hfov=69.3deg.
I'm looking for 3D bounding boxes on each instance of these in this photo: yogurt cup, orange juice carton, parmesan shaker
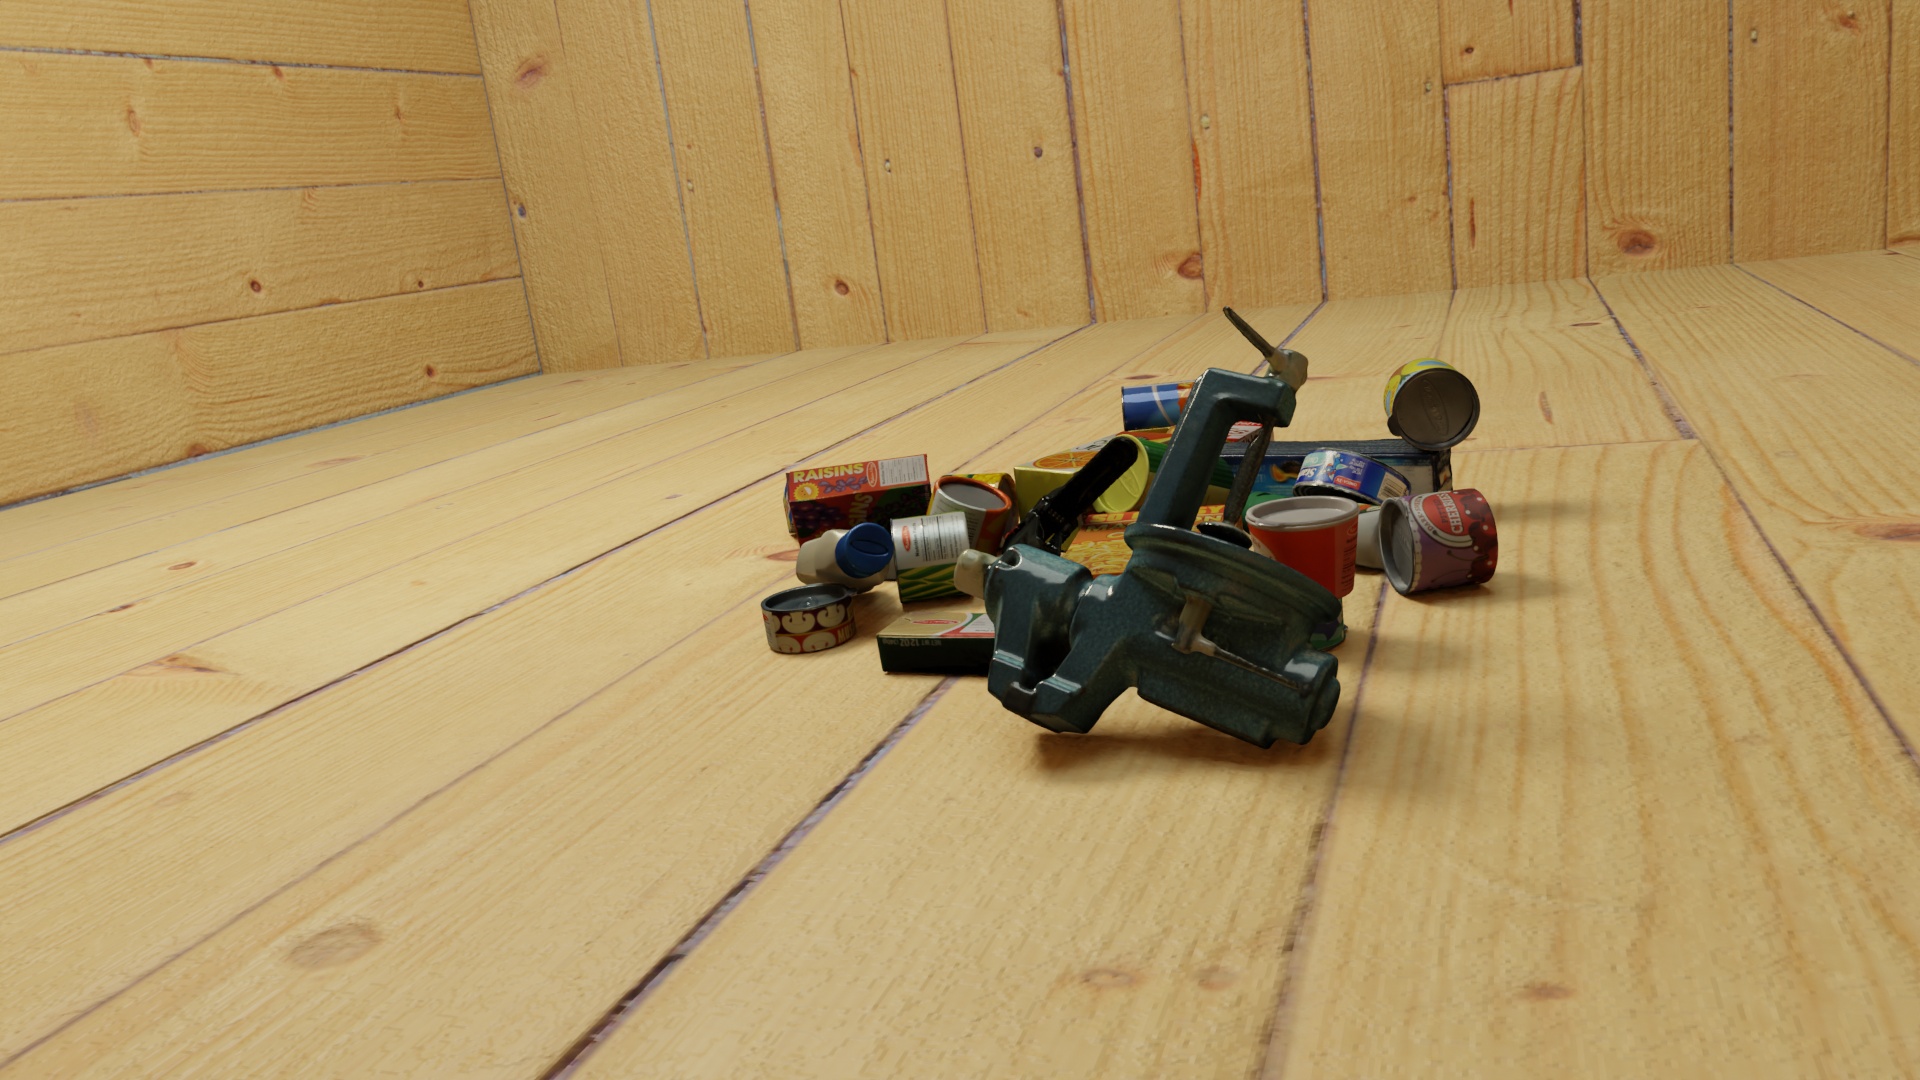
[{"bbox_3d":[0.211,0.006,0.850,0.072,0.053,0.072,-7,14,2],"label":"yogurt cup"},{"bbox_3d":[0.140,-0.050,1.228,0.193,0.071,0.073,-20,19,-41],"label":"orange juice carton"},{"bbox_3d":[0.167,-0.045,1.151,0.103,0.071,0.071,9,1,-37],"label":"parmesan shaker"}]

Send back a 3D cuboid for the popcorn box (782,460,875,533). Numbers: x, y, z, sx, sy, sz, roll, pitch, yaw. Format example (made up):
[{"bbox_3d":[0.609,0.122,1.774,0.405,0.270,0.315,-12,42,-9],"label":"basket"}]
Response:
[{"bbox_3d":[-0.122,-0.040,1.315,0.085,0.038,0.126,-10,-7,-11],"label":"popcorn box"}]

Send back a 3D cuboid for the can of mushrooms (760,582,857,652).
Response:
[{"bbox_3d":[-0.107,0.056,1.008,0.071,0.033,0.071,-7,13,2],"label":"can of mushrooms"}]

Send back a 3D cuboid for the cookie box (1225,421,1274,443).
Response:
[{"bbox_3d":[0.226,-0.084,1.390,0.123,0.040,0.168,2,16,35],"label":"cookie box"}]

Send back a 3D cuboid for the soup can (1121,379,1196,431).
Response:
[{"bbox_3d":[0.198,-0.115,1.319,0.084,0.071,0.071,-5,13,10],"label":"soup can"}]

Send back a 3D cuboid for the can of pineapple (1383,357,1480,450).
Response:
[{"bbox_3d":[0.372,-0.109,1.105,0.071,0.070,0.058,-5,14,10],"label":"can of pineapple"}]

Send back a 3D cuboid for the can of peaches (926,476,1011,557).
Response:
[{"bbox_3d":[0.004,-0.014,1.136,0.071,0.057,0.071,14,23,-6],"label":"can of peaches"}]

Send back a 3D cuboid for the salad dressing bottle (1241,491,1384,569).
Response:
[{"bbox_3d":[0.273,-0.011,1.054,0.064,0.044,0.147,-8,12,-29],"label":"salad dressing bottle"}]

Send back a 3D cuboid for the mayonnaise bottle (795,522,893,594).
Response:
[{"bbox_3d":[-0.083,0.014,1.046,0.065,0.041,0.148,13,-11,-14],"label":"mayonnaise bottle"}]

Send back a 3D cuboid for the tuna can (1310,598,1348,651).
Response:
[{"bbox_3d":[0.210,0.046,0.875,0.071,0.032,0.071,-7,14,2],"label":"tuna can"}]

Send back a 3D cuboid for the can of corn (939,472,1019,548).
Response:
[{"bbox_3d":[0.015,-0.027,1.207,0.058,0.071,0.071,-2,14,19],"label":"can of corn"}]

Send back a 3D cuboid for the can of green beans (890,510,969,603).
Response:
[{"bbox_3d":[-0.022,0.012,1.070,0.058,0.071,0.071,-7,13,-1],"label":"can of green beans"}]

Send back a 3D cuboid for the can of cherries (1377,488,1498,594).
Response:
[{"bbox_3d":[0.321,-0.001,0.934,0.058,0.071,0.071,-7,13,-2],"label":"can of cherries"}]

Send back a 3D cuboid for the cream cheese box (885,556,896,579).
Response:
[{"bbox_3d":[-0.074,0.015,1.175,0.104,0.024,0.053,-1,15,25],"label":"cream cheese box"}]

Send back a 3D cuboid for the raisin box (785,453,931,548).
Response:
[{"bbox_3d":[-0.085,-0.028,1.221,0.123,0.085,0.040,-8,50,-1],"label":"raisin box"}]

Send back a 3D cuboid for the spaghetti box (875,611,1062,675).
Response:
[{"bbox_3d":[0.067,0.066,0.880,0.250,0.028,0.050,-1,15,25],"label":"spaghetti box"}]

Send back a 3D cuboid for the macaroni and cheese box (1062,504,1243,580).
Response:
[{"bbox_3d":[0.142,0.016,1.023,0.124,0.040,0.167,-4,14,15],"label":"macaroni and cheese box"}]
